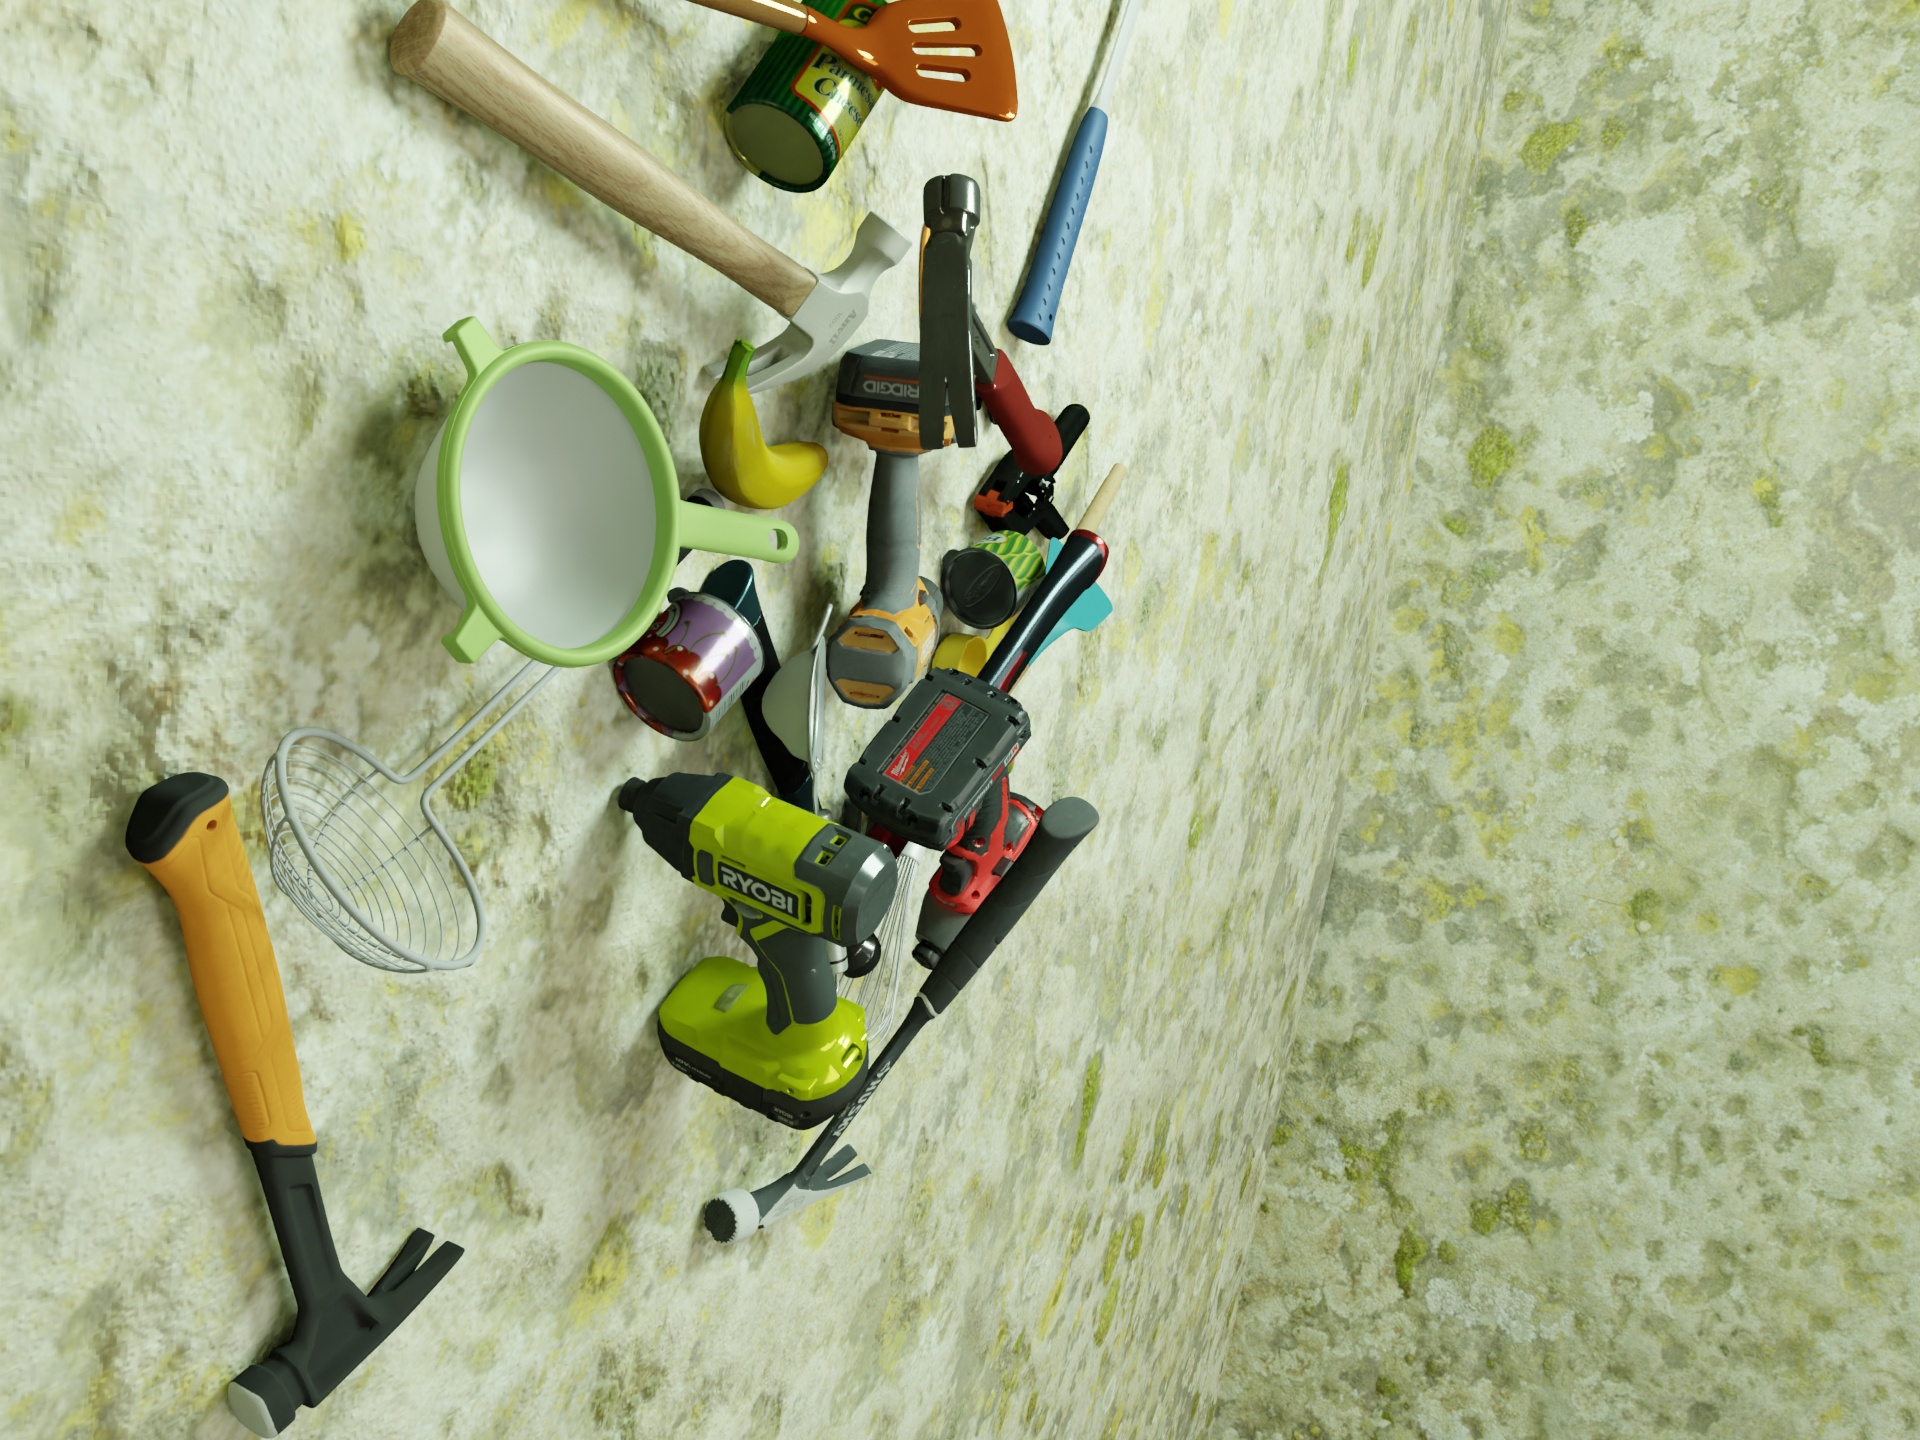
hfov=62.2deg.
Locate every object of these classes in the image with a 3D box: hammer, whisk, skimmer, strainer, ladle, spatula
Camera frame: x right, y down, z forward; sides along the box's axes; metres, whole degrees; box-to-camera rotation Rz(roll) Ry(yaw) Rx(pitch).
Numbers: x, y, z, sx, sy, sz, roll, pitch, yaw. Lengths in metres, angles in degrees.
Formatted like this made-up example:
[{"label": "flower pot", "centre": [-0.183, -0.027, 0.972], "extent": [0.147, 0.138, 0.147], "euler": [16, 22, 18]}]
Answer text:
[{"label": "hammer", "centre": [-0.150, -0.258, 0.802], "extent": [0.130, 0.031, 0.331], "euler": [-52, 151, 12]}, {"label": "hammer", "centre": [-0.309, 0.170, 0.727], "extent": [0.127, 0.034, 0.336], "euler": [-42, 139, -50]}, {"label": "whisk", "centre": [-0.050, 0.130, 1.237], "extent": [0.070, 0.070, 0.285], "euler": [64, 41, -55]}, {"label": "skimmer", "centre": [-0.200, -0.023, 0.787], "extent": [0.127, 0.090, 0.363], "euler": [53, 45, -19]}, {"label": "hammer", "centre": [0.025, -0.203, 1.011], "extent": [0.359, 0.037, 0.149], "euler": [25, 64, -78]}, {"label": "hammer", "centre": [-0.002, -0.004, 1.158], "extent": [0.386, 0.038, 0.143], "euler": [-56, 148, -23]}, {"label": "hammer", "centre": [-0.028, 0.212, 1.112], "extent": [0.149, 0.036, 0.409], "euler": [0, 131, -55]}, {"label": "hammer", "centre": [-0.116, 0.031, 1.067], "extent": [0.128, 0.033, 0.330], "euler": [-56, 149, -35]}, {"label": "strainer", "centre": [-0.093, 0.055, 1.000], "extent": [0.087, 0.050, 0.258], "euler": [-84, 170, -75]}, {"label": "ladle", "centre": [0.082, -0.093, 1.366], "extent": [0.320, 0.062, 0.078], "euler": [-61, 179, -23]}, {"label": "strainer", "centre": [-0.180, -0.100, 0.799], "extent": [0.256, 0.069, 0.151], "euler": [0, 89, -60]}, {"label": "hammer", "centre": [0.117, -0.493, 1.280], "extent": [0.144, 0.035, 0.405], "euler": [33, 73, -64]}, {"label": "spatula", "centre": [0.030, -0.025, 1.269], "extent": [0.082, 0.044, 0.317], "euler": [48, 60, -15]}, {"label": "spatula", "centre": [-0.094, -0.363, 0.799], "extent": [0.322, 0.041, 0.081], "euler": [-6, 85, -47]}]

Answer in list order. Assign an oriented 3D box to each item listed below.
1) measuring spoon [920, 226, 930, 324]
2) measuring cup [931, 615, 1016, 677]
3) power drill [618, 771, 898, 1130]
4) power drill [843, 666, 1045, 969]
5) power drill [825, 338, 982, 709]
[{"label": "measuring spoon", "centre": [-0.019, -0.294, 1.124], "extent": [0.021, 0.011, 0.116], "euler": [-38, 136, -53]}, {"label": "measuring cup", "centre": [0.018, -0.075, 1.308], "extent": [0.062, 0.029, 0.157], "euler": [80, 31, -42]}, {"label": "power drill", "centre": [-0.126, 0.133, 0.961], "extent": [0.080, 0.171, 0.223], "euler": [-50, 154, -44]}, {"label": "power drill", "centre": [-0.001, 0.076, 1.084], "extent": [0.143, 0.079, 0.219], "euler": [-52, 152, -21]}, {"label": "power drill", "centre": [-0.037, -0.138, 1.074], "extent": [0.185, 0.084, 0.226], "euler": [-61, 158, -70]}]
